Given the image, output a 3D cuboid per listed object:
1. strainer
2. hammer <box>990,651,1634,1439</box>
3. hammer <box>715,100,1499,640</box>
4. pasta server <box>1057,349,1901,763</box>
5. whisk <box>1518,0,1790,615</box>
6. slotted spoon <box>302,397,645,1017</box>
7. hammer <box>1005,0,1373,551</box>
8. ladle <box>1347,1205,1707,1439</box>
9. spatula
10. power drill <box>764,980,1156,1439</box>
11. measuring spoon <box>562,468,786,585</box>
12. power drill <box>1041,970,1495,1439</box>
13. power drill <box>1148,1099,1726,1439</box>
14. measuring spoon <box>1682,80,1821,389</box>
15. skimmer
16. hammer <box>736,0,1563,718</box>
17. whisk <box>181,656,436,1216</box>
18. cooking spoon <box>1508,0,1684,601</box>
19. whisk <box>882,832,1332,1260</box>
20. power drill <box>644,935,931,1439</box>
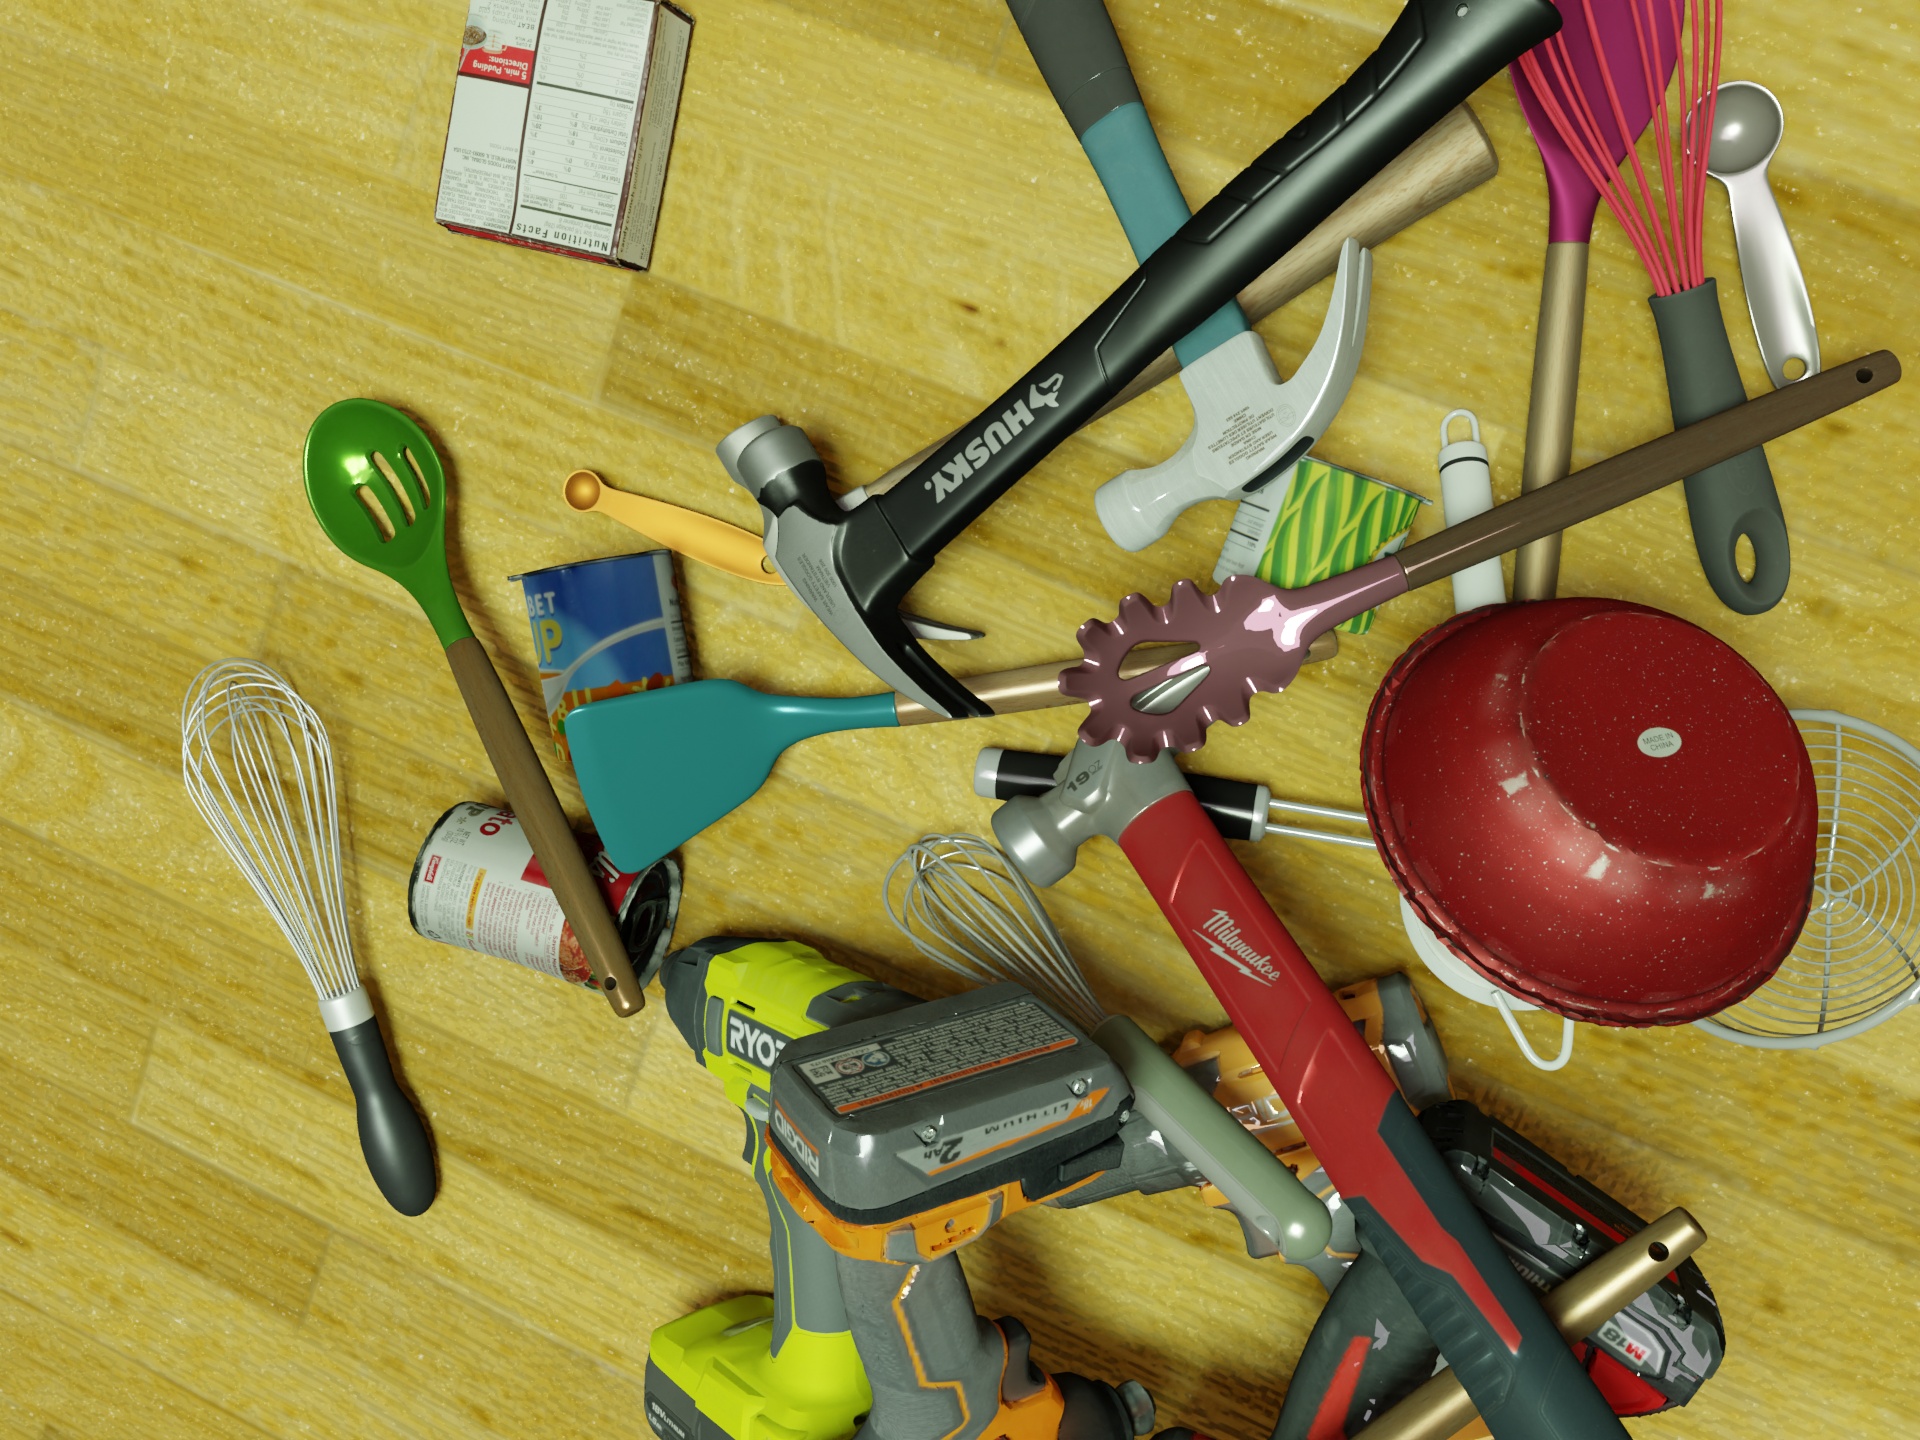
[{"bbox_3d":[0.195,-0.004,0.589,0.087,0.050,0.259,-14,64,32],"label":"strainer"},{"bbox_3d":[0.149,0.132,0.524,0.143,0.038,0.387,-38,53,10],"label":"hammer"},{"bbox_3d":[0.063,-0.142,0.651,0.331,0.031,0.130,-30,89,15],"label":"hammer"},{"bbox_3d":[0.185,-0.064,0.571,0.316,0.040,0.060,-23,88,5],"label":"pasta server"},{"bbox_3d":[0.259,-0.176,0.579,0.073,0.073,0.295,-17,104,14],"label":"whisk"},{"bbox_3d":[-0.210,-0.010,0.699,0.070,0.031,0.314,-34,74,15],"label":"slotted spoon"},{"bbox_3d":[0.051,-0.240,0.611,0.128,0.033,0.331,-27,80,27],"label":"hammer"},{"bbox_3d":[0.114,0.263,0.526,0.320,0.062,0.078,-44,70,15],"label":"ladle"},{"bbox_3d":[-0.001,-0.002,0.665,0.317,0.044,0.082,-9,117,7],"label":"spatula"},{"bbox_3d":[0.007,0.219,0.595,0.164,0.084,0.226,-10,111,-28],"label":"power drill"},{"bbox_3d":[-0.125,-0.086,0.715,0.117,0.011,0.021,22,98,6],"label":"measuring spoon"},{"bbox_3d":[0.138,0.236,0.660,0.185,0.084,0.226,-22,87,15],"label":"power drill"},{"bbox_3d":[0.177,0.275,0.570,0.188,0.080,0.226,34,101,15],"label":"power drill"},{"bbox_3d":[0.303,-0.179,0.603,0.034,0.018,0.124,-17,100,18],"label":"measuring spoon"},{"bbox_3d":[0.177,0.039,0.617,0.363,0.090,0.127,8,77,13],"label":"skimmer"},{"bbox_3d":[0.064,-0.136,0.572,0.334,0.035,0.146,-38,74,25],"label":"hammer"},{"bbox_3d":[-0.304,0.107,0.756,0.070,0.070,0.284,-14,99,14],"label":"whisk"},{"bbox_3d":[0.232,-0.158,0.616,0.068,0.017,0.319,2,98,-2],"label":"cooking spoon"},{"bbox_3d":[0.052,0.121,0.629,0.247,0.059,0.057,40,150,38],"label":"whisk"},{"bbox_3d":[-0.079,0.209,0.687,0.171,0.080,0.223,11,101,47],"label":"power drill"}]
